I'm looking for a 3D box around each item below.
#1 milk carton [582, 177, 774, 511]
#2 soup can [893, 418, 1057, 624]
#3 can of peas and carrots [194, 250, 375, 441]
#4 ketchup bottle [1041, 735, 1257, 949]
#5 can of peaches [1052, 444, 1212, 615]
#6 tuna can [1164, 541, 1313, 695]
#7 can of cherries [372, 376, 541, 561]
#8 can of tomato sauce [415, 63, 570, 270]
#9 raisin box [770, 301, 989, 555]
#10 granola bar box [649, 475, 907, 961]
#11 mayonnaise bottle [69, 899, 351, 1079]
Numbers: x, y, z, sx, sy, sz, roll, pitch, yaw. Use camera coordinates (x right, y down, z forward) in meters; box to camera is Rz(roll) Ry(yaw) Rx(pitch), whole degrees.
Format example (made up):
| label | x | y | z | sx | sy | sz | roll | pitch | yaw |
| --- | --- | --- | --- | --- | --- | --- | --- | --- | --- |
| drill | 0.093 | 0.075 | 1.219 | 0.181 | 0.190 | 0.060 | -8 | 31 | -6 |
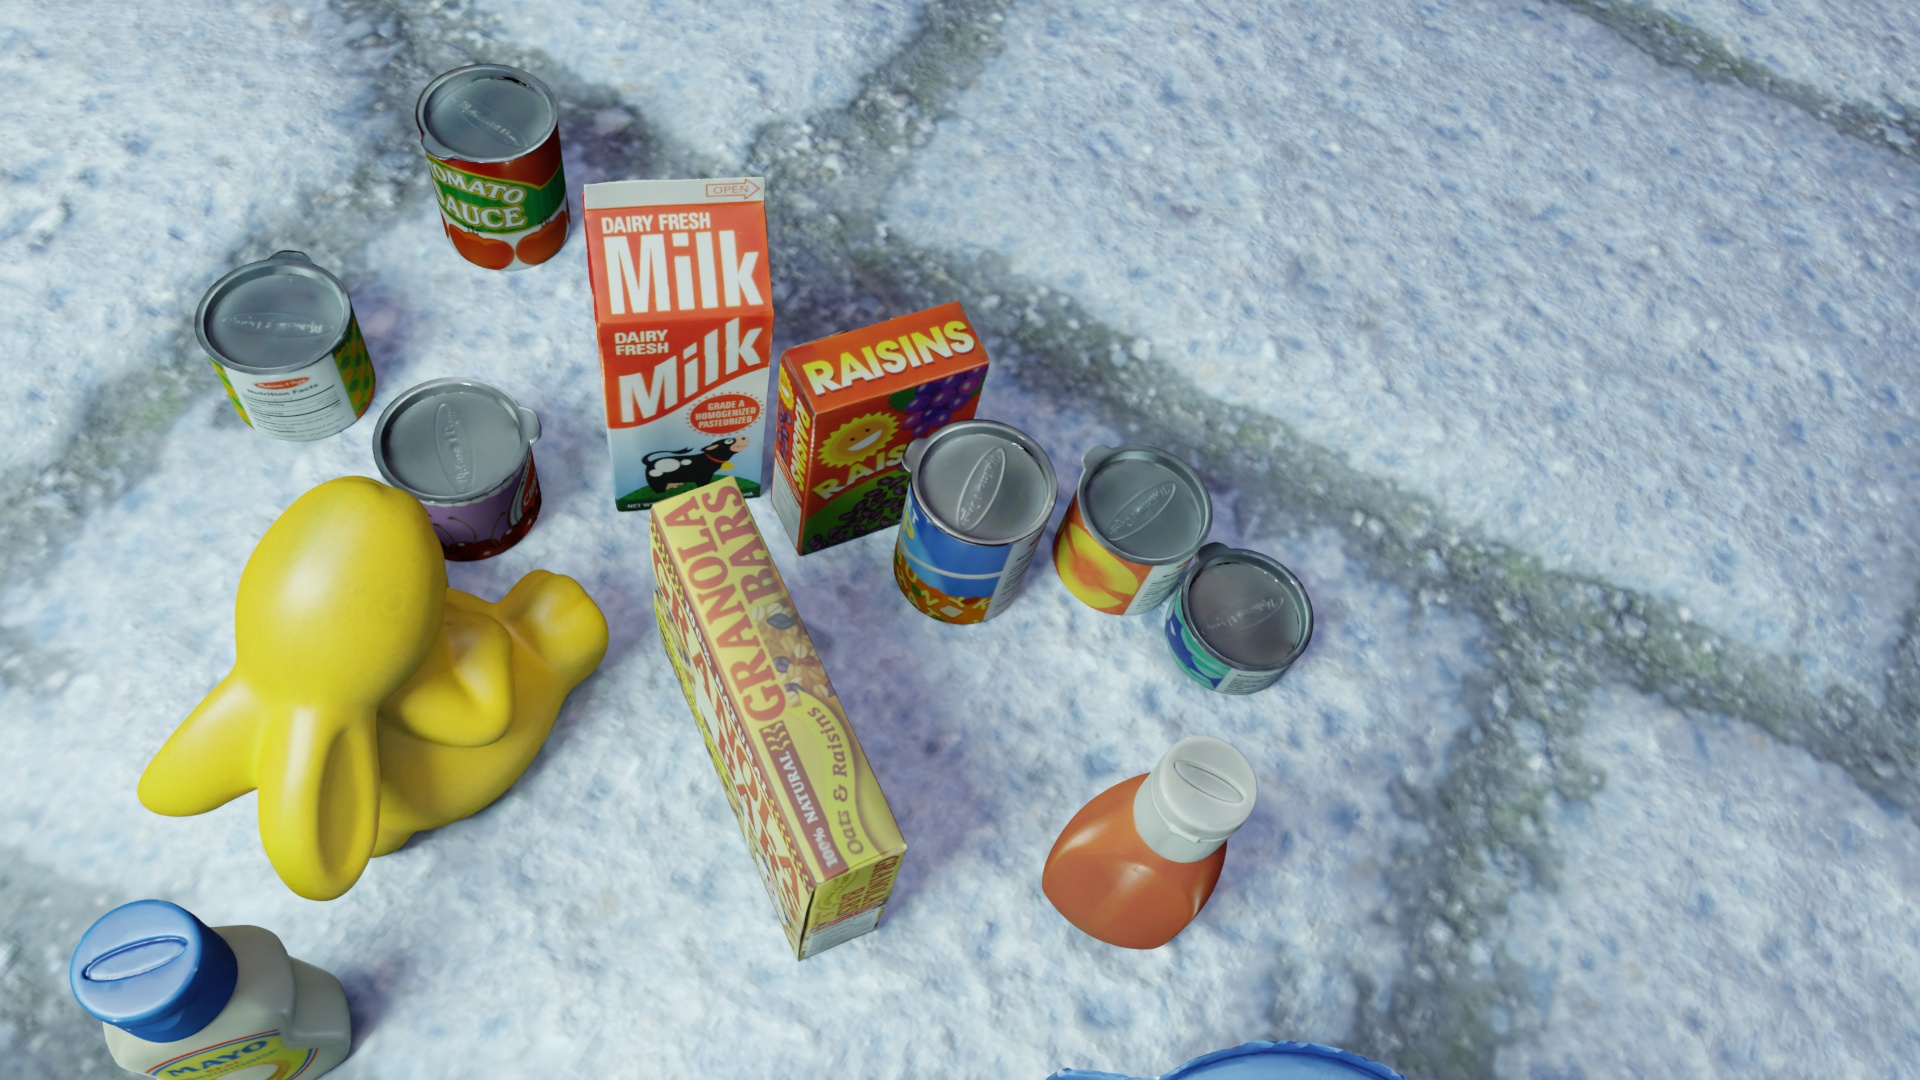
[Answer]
| label | x | y | z | sx | sy | sz | roll | pitch | yaw |
| --- | --- | --- | --- | --- | --- | --- | --- | --- | --- |
| milk carton | -0.125 | -0.093 | 0.614 | 0.072 | 0.189 | 0.074 | -7 | 62 | -14 |
| soup can | 0.002 | -0.008 | 0.651 | 0.071 | 0.083 | 0.071 | 4 | 60 | -8 |
| can of peas and carrots | -0.316 | -0.091 | 0.655 | 0.071 | 0.058 | 0.071 | 4 | 60 | -8 |
| ketchup bottle | 0.077 | 0.121 | 0.552 | 0.065 | 0.148 | 0.044 | 26 | 60 | 5 |
| can of peaches | 0.081 | -0.006 | 0.678 | 0.071 | 0.057 | 0.071 | 4 | 60 | -8 |
| tuna can | 0.133 | 0.038 | 0.677 | 0.071 | 0.032 | 0.071 | 4 | 60 | -8 |
| can of cherries | -0.226 | -0.032 | 0.638 | 0.071 | 0.058 | 0.072 | 4 | 60 | -8 |
| can of tomato sauce | -0.237 | -0.188 | 0.711 | 0.071 | 0.082 | 0.071 | 4 | 60 | -8 |
| raisin box | -0.040 | -0.050 | 0.644 | 0.086 | 0.122 | 0.040 | -19 | 66 | -19 |
| granola bar box | -0.079 | 0.076 | 0.565 | 0.039 | 0.123 | 0.166 | -20 | 66 | -20 |
| mayonnaise bottle | -0.255 | 0.159 | 0.472 | 0.065 | 0.147 | 0.041 | -15 | 65 | -17 |
